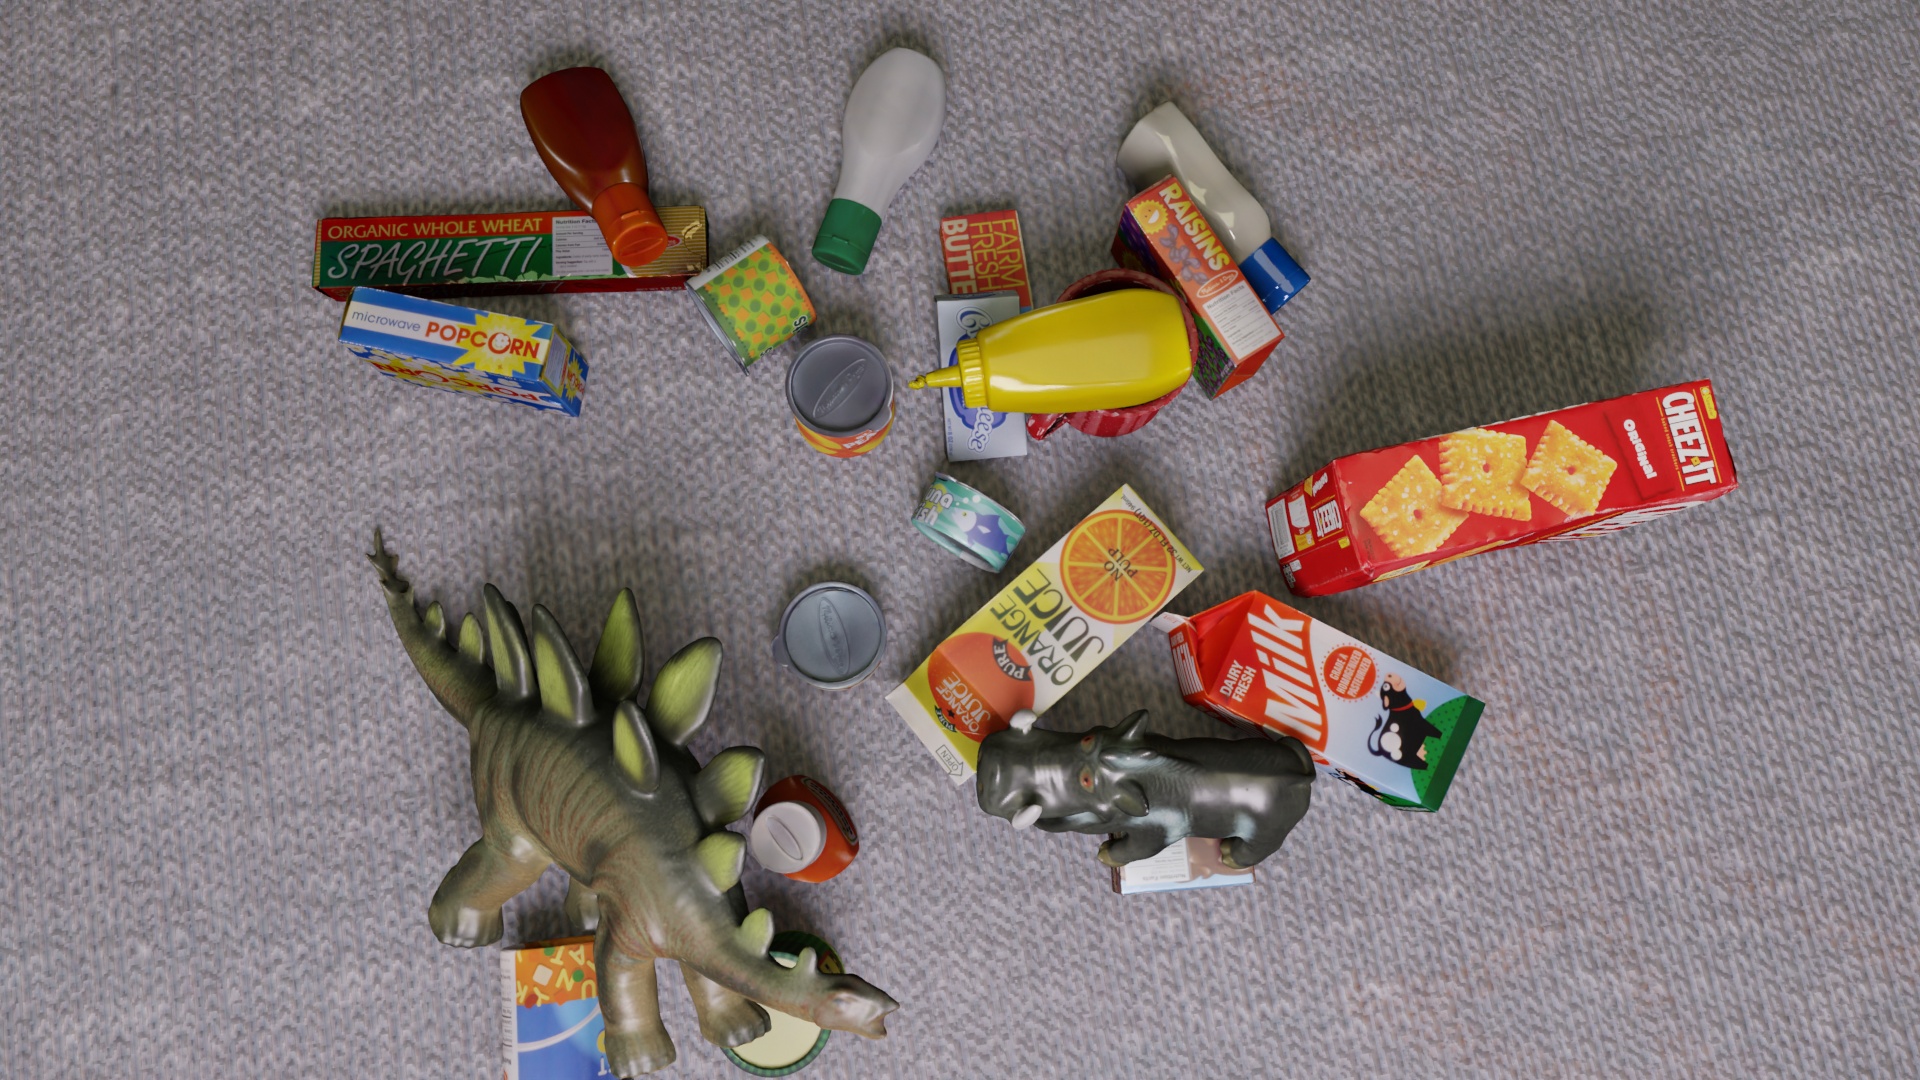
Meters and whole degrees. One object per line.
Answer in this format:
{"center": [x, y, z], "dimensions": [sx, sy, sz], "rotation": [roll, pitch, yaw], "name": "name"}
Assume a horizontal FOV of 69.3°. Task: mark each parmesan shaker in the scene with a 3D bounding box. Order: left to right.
{"center": [-0.101, 0.263, 0.785], "dimensions": [0.071, 0.103, 0.071], "rotation": [0, 80, -1], "name": "parmesan shaker"}

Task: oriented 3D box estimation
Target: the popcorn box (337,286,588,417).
{"center": [-0.304, -0.115, 0.860], "dimensions": [0.127, 0.085, 0.038], "rotation": [12, 79, 1], "name": "popcorn box"}

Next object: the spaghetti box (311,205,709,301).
{"center": [-0.289, -0.186, 0.902], "dimensions": [0.250, 0.028, 0.050], "rotation": [-2, 79, -2], "name": "spaghetti box"}

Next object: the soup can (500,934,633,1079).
{"center": [-0.227, 0.274, 0.800], "dimensions": [0.071, 0.071, 0.084], "rotation": [-5, 80, -2], "name": "soup can"}

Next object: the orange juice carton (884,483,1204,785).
{"center": [0.049, 0.058, 0.841], "dimensions": [0.193, 0.073, 0.072], "rotation": [-41, 83, -7], "name": "orange juice carton"}

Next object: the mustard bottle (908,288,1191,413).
{"center": [0.049, -0.104, 0.799], "dimensions": [0.160, 0.048, 0.065], "rotation": [-8, 80, -2], "name": "mustard bottle"}

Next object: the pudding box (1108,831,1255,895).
{"center": [0.133, 0.187, 0.841], "dimensions": [0.084, 0.030, 0.050], "rotation": [-5, 78, -2], "name": "pudding box"}

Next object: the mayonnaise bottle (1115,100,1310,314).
{"center": [0.165, -0.212, 0.901], "dimensions": [0.041, 0.064, 0.148], "rotation": [-40, 87, -15], "name": "mayonnaise bottle"}

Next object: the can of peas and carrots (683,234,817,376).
{"center": [-0.131, -0.149, 0.881], "dimensions": [0.059, 0.071, 0.071], "rotation": [-35, 82, -7], "name": "can of peas and carrots"}

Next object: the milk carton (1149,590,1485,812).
{"center": [0.204, 0.089, 0.839], "dimensions": [0.191, 0.072, 0.073], "rotation": [27, 81, 4], "name": "milk carton"}

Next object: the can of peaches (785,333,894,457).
{"center": [-0.073, -0.088, 0.873], "dimensions": [0.071, 0.058, 0.071], "rotation": [0, 80, -2], "name": "can of peaches"}

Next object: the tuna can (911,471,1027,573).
{"center": [0.003, -0.011, 0.855], "dimensions": [0.071, 0.071, 0.033], "rotation": [30, 82, 4], "name": "tuna can"}

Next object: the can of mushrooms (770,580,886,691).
{"center": [-0.081, 0.060, 0.858], "dimensions": [0.071, 0.033, 0.071], "rotation": [0, 80, -1], "name": "can of mushrooms"}

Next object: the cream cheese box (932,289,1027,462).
{"center": [0.013, -0.104, 0.874], "dimensions": [0.053, 0.024, 0.103], "rotation": [-6, 108, -4], "name": "cream cheese box"}

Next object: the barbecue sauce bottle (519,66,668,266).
{"center": [-0.228, -0.238, 0.883], "dimensions": [0.065, 0.043, 0.149], "rotation": [-22, 62, -15], "name": "barbecue sauce bottle"}

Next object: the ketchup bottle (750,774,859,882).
{"center": [-0.090, 0.164, 0.781], "dimensions": [0.043, 0.148, 0.065], "rotation": [-39, 83, -6], "name": "ketchup bottle"}

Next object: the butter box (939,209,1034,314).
{"center": [0.019, -0.162, 0.906], "dimensions": [0.053, 0.024, 0.103], "rotation": [-8, 80, -3], "name": "butter box"}

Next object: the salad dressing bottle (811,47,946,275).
{"center": [-0.056, -0.248, 0.911], "dimensions": [0.064, 0.044, 0.148], "rotation": [20, 81, 1], "name": "salad dressing bottle"}

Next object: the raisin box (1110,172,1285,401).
{"center": [0.147, -0.158, 0.876], "dimensions": [0.040, 0.086, 0.123], "rotation": [-32, 82, -4], "name": "raisin box"}
